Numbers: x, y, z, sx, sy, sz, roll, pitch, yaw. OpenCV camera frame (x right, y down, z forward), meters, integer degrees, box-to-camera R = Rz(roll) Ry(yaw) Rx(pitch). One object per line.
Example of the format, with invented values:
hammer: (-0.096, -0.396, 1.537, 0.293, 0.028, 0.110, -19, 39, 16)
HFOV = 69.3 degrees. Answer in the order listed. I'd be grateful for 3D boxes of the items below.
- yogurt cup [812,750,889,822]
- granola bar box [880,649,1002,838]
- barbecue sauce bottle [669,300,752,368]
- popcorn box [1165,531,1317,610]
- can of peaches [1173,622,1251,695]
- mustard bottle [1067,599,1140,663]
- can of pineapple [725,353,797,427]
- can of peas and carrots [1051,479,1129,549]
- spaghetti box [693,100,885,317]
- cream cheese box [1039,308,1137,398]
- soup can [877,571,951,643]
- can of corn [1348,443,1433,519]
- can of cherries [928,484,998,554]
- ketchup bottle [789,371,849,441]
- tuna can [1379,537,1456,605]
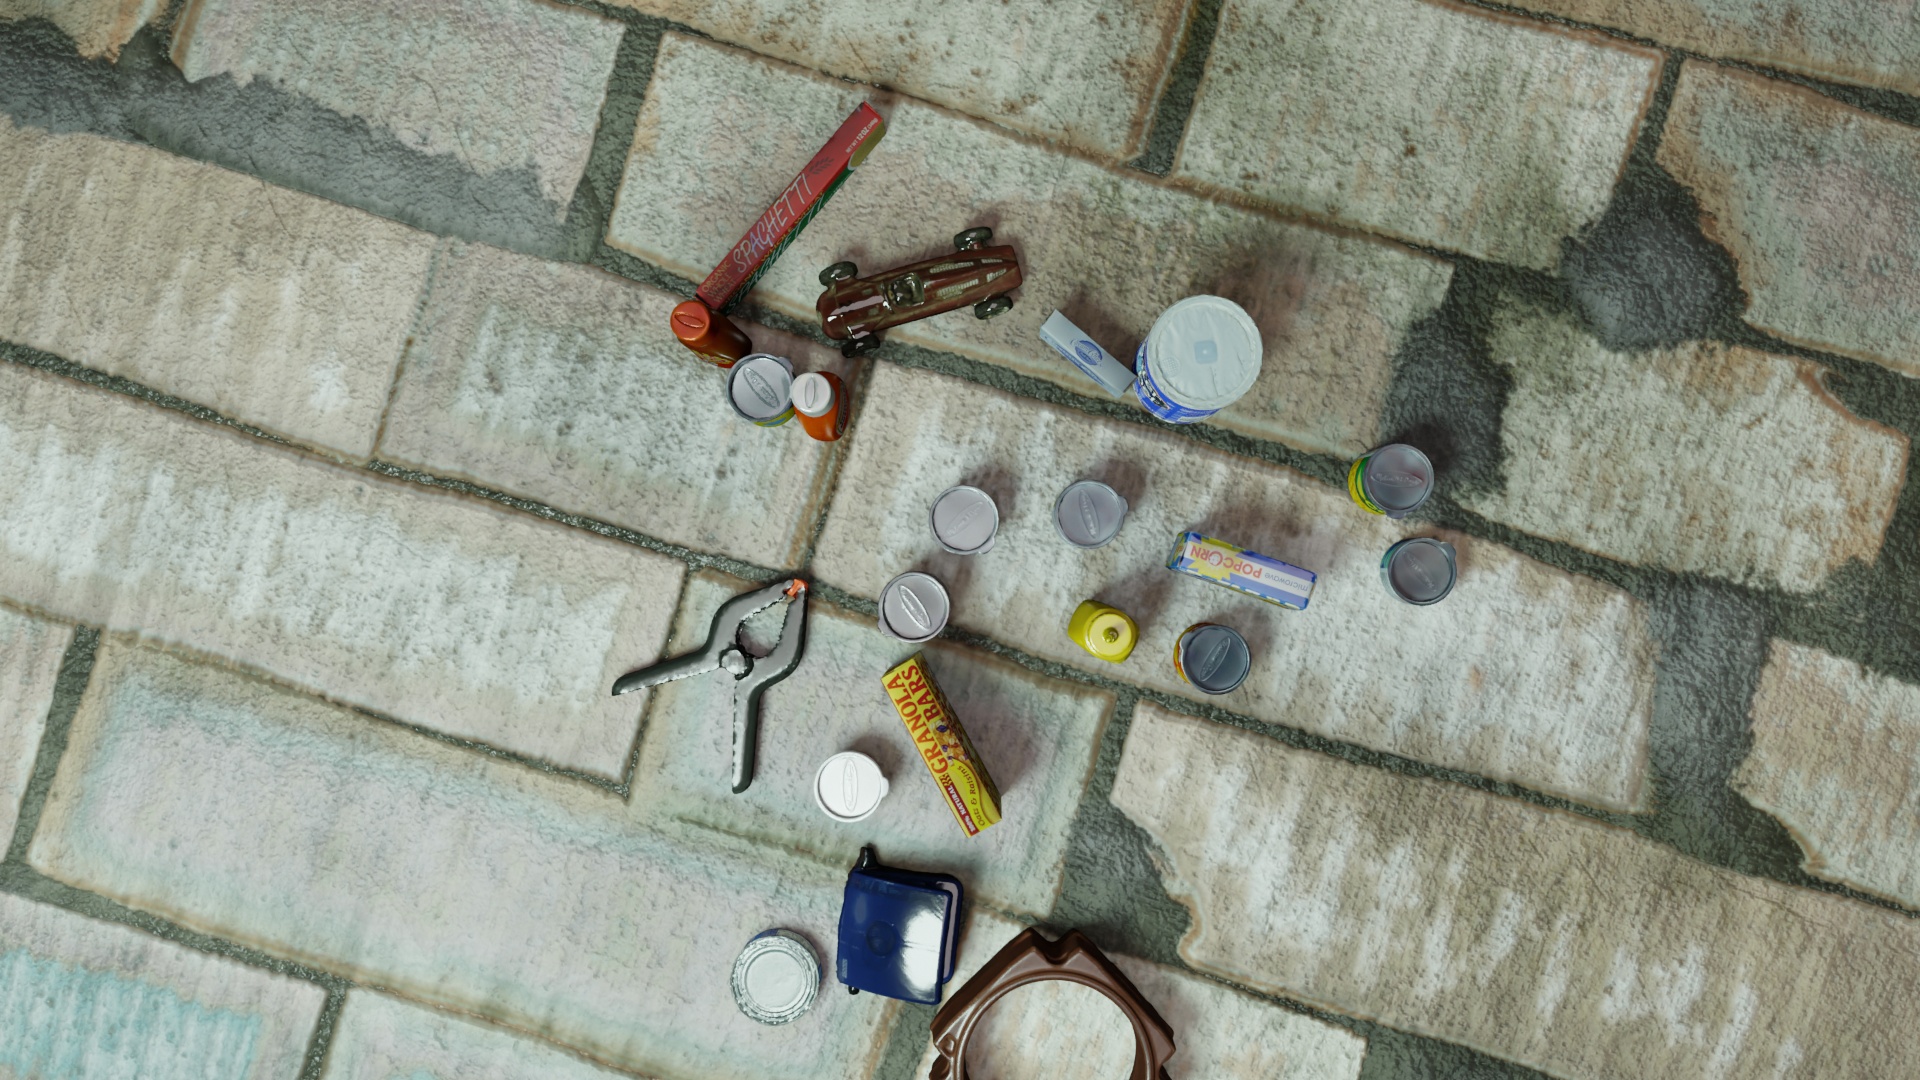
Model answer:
yogurt cup: (-0.105, 0.232, 1.332, 0.072, 0.054, 0.072, 0, 89, 1)
granola bar box: (-0.017, 0.187, 1.297, 0.039, 0.124, 0.165, -29, 89, 0)
barbecue sauce bottle: (-0.237, -0.194, 1.297, 0.065, 0.148, 0.043, 20, 90, 1)
popcorn box: (0.265, 0.029, 1.317, 0.127, 0.085, 0.038, 19, 89, 1)
can of peaches: (0.238, 0.111, 1.329, 0.071, 0.058, 0.071, 0, 89, 1)
mustard bottle: (0.135, 0.085, 1.279, 0.065, 0.160, 0.049, 27, 90, 1)
can of pineapple: (-0.187, -0.145, 1.341, 0.071, 0.058, 0.071, 0, 89, 1)
can of peas and carrots: (0.124, -0.025, 1.333, 0.071, 0.058, 0.071, 0, 89, 1)
spaghetti box: (-0.164, -0.318, 1.349, 0.029, 0.050, 0.250, 41, 89, 1)
cream cheese box: (0.122, -0.179, 1.340, 0.104, 0.053, 0.024, 40, 90, 1)
soup can: (-0.045, 0.064, 1.320, 0.071, 0.084, 0.071, 0, 89, 1)
can of corn: (0.411, -0.055, 1.330, 0.071, 0.058, 0.071, 0, 89, 1)
can of cherries: (0.005, -0.017, 1.335, 0.071, 0.058, 0.071, 0, 89, 1)
ketchup bottle: (-0.132, -0.129, 1.294, 0.043, 0.149, 0.064, 4, 89, 1)
tuna can: (0.443, 0.028, 1.341, 0.071, 0.033, 0.071, 0, 89, 1)
